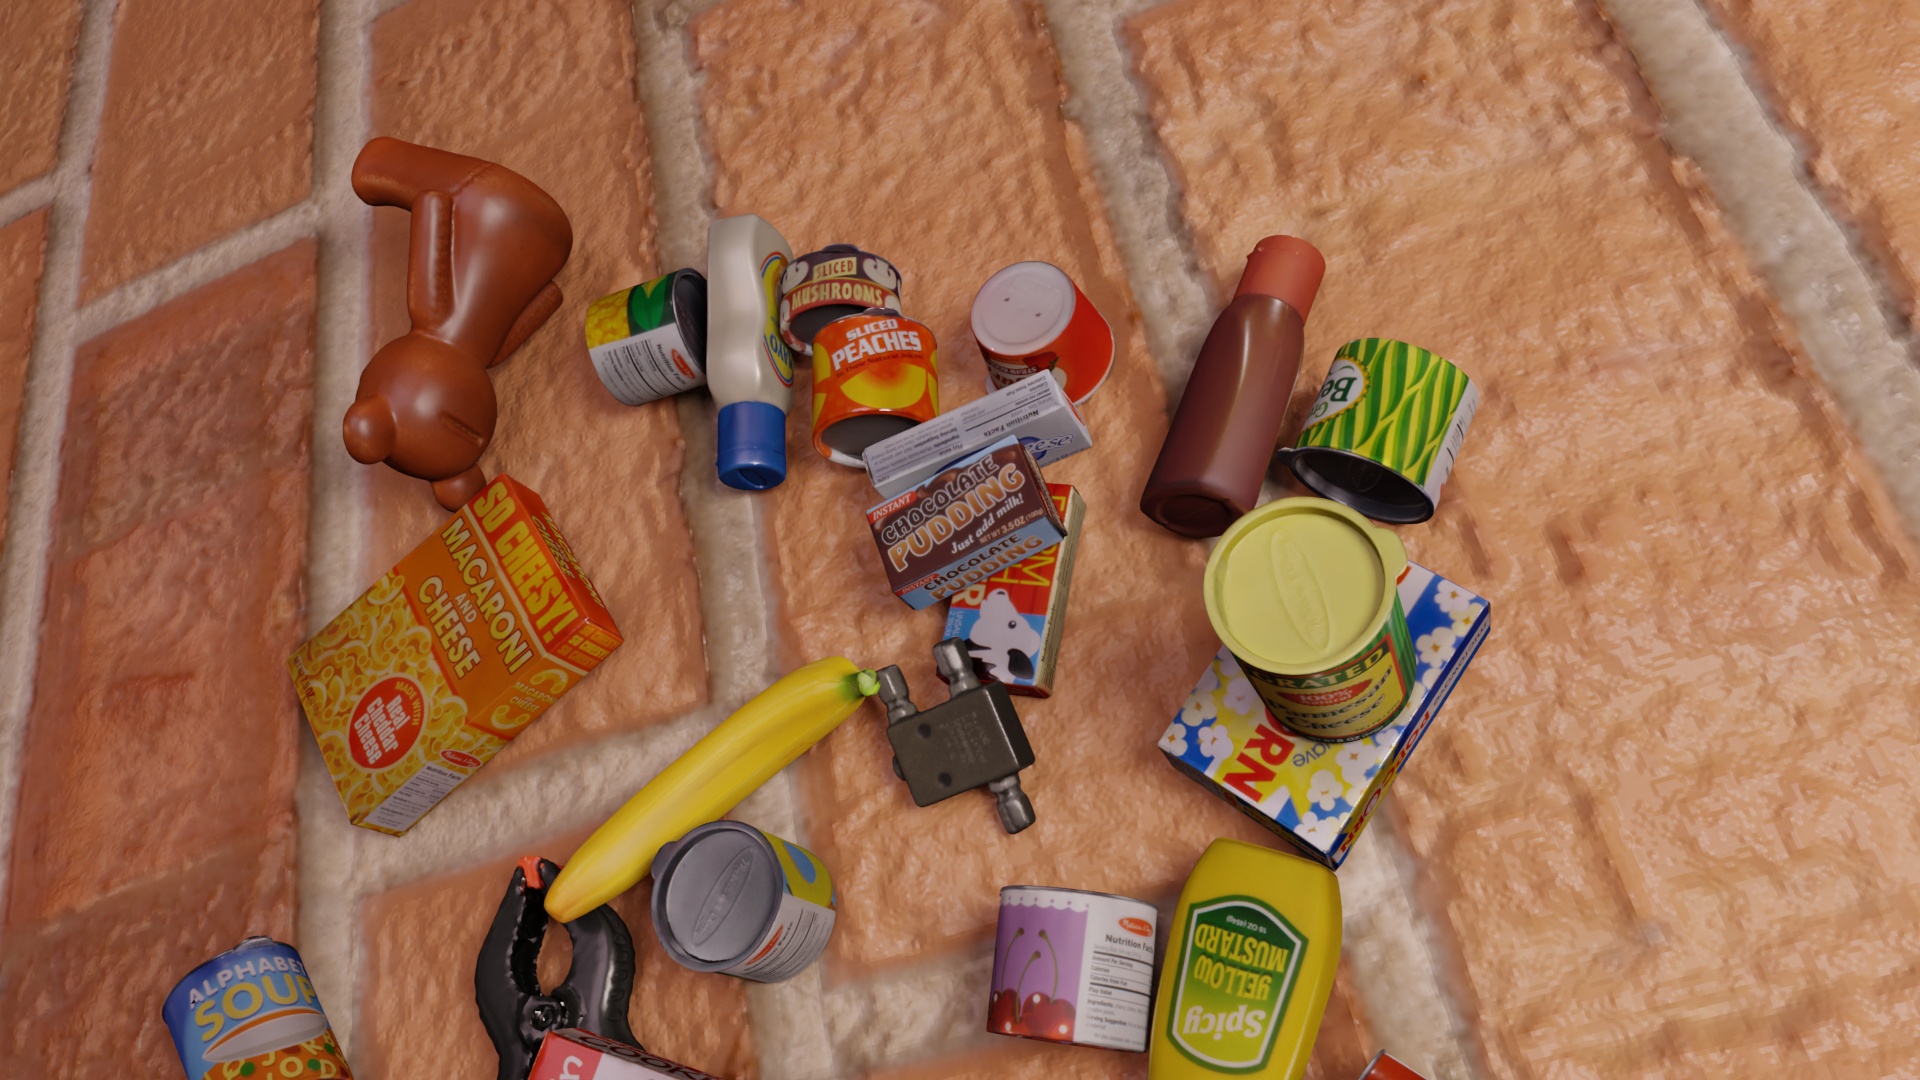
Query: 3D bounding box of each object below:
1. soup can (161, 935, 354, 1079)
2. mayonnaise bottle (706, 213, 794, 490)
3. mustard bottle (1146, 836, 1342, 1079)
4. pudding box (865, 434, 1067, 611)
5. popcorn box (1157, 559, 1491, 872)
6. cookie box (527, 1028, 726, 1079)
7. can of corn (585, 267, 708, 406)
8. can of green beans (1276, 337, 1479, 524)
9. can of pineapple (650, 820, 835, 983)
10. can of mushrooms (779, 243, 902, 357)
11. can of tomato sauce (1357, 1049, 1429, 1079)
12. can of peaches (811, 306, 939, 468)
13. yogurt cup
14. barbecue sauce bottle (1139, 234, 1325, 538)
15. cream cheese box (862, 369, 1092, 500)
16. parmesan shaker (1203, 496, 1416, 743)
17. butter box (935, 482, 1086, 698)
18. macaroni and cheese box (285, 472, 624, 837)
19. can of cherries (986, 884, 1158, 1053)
[{"bbox_3d":[-0.350,0.253,0.694,0.071,0.071,0.084,-44,60,0],"label":"soup can"},{"bbox_3d":[-0.114,-0.102,0.762,0.041,0.064,0.148,-9,68,14],"label":"mayonnaise bottle"},{"bbox_3d":[0.105,0.201,0.544,0.065,0.048,0.160,9,71,27],"label":"mustard bottle"},{"bbox_3d":[0.002,-0.008,0.659,0.083,0.030,0.050,-26,59,11],"label":"pudding box"},{"bbox_3d":[0.155,0.062,0.591,0.085,0.038,0.127,31,82,29],"label":"popcorn box"},{"bbox_3d":[-0.115,0.289,0.576,0.167,0.040,0.123,15,73,12],"label":"cookie box"},{"bbox_3d":[-0.170,-0.116,0.788,0.058,0.071,0.071,-15,63,16],"label":"can of corn"},{"bbox_3d":[0.186,-0.048,0.611,0.071,0.071,0.058,20,76,28],"label":"can of green beans"},{"bbox_3d":[-0.099,0.165,0.637,0.071,0.057,0.071,-9,65,19],"label":"can of pineapple"},{"bbox_3d":[-0.064,-0.127,0.746,0.071,0.071,0.033,-10,67,18],"label":"can of mushrooms"},{"bbox_3d":[0.170,0.235,0.491,0.083,0.071,0.071,28,80,29],"label":"can of tomato sauce"},{"bbox_3d":[-0.044,-0.077,0.715,0.071,0.071,0.058,-10,65,18],"label":"can of peaches"},{"bbox_3d":[0.039,-0.105,0.704,0.072,0.054,0.072,-8,65,18],"label":"yogurt cup"},{"bbox_3d":[0.132,-0.075,0.652,0.043,0.064,0.149,29,69,-14],"label":"barbecue sauce bottle"},{"bbox_3d":[0.008,-0.046,0.690,0.104,0.053,0.024,-23,63,12],"label":"cream cheese box"},{"bbox_3d":[0.138,0.033,0.527,0.071,0.103,0.071,-9,65,20],"label":"parmesan shaker"},{"bbox_3d":[0.025,0.022,0.670,0.053,0.024,0.104,4,69,23],"label":"butter box"},{"bbox_3d":[-0.281,0.061,0.769,0.166,0.040,0.124,-40,59,2],"label":"macaroni and cheese box"},{"bbox_3d":[0.044,0.176,0.571,0.071,0.071,0.058,-1,69,22],"label":"can of cherries"}]
